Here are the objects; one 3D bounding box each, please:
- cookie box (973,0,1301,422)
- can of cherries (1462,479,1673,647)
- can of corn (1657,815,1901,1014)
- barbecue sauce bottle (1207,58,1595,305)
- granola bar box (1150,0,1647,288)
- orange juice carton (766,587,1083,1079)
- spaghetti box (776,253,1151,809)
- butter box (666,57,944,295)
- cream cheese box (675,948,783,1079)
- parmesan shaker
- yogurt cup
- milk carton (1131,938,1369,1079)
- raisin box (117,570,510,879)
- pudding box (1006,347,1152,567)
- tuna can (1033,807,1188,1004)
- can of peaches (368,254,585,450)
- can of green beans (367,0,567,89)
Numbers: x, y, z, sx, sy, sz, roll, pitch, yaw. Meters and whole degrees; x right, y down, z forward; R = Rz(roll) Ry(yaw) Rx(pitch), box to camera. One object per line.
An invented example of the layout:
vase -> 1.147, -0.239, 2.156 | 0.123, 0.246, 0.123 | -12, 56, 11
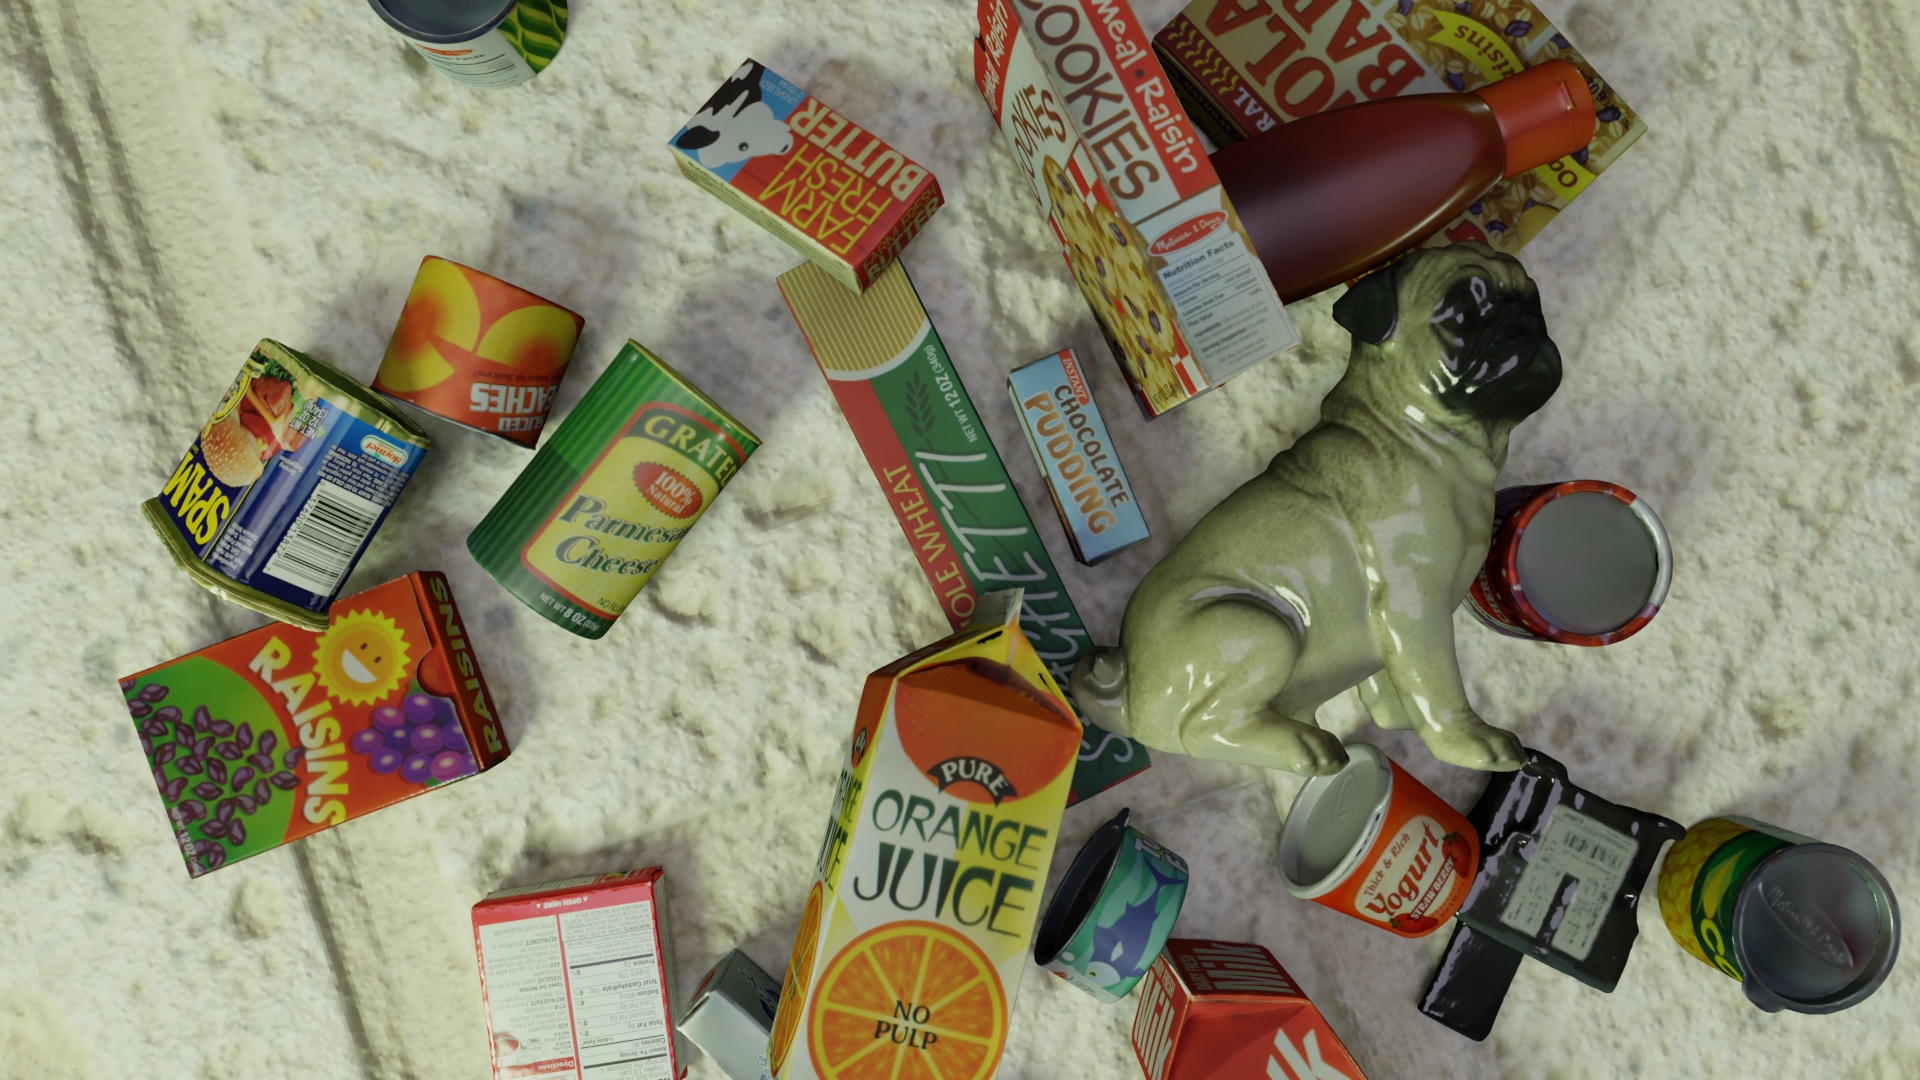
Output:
cookie box -> 0.059, -0.132, 0.528 | 0.040, 0.123, 0.167 | -27, 90, -2
can of cherries -> 0.239, 0.010, 0.562 | 0.071, 0.058, 0.071 | 0, 89, -2
can of corn -> 0.327, 0.151, 0.561 | 0.071, 0.058, 0.071 | 0, 90, -1
barbecue sauce bottle -> 0.164, -0.140, 0.530 | 0.148, 0.043, 0.065 | -21, 87, 0
granola bar box -> 0.177, -0.183, 0.573 | 0.124, 0.039, 0.165 | -43, 90, -1
orange juice carton -> -0.010, 0.111, 0.509 | 0.073, 0.071, 0.193 | 16, 82, -9
spaghetti box -> 0.002, -0.007, 0.572 | 0.050, 0.028, 0.250 | -27, 90, 0
butter box -> -0.062, -0.146, 0.557 | 0.103, 0.024, 0.053 | 36, 80, 19
cream cheese box -> -0.064, 0.212, 0.555 | 0.104, 0.053, 0.024 | 43, 91, 0
parmesan shaker -> -0.135, -0.018, 0.552 | 0.071, 0.071, 0.103 | 39, 89, -1
yogurt cup -> 0.168, 0.123, 0.557 | 0.054, 0.072, 0.072 | 30, 89, -9
milk carton -> 0.131, 0.234, 0.550 | 0.073, 0.072, 0.190 | -35, 91, -1
raisin box -> -0.258, 0.072, 0.560 | 0.123, 0.040, 0.086 | -20, 89, -2
pudding box -> 0.047, -0.033, 0.563 | 0.030, 0.049, 0.083 | -22, 89, 1
tuna can -> 0.061, 0.145, 0.552 | 0.033, 0.071, 0.071 | 32, 89, -2
can of peaches -> -0.188, -0.073, 0.549 | 0.071, 0.071, 0.058 | 21, 88, -1
can of green beans -> -0.197, -0.221, 0.556 | 0.071, 0.058, 0.071 | 0, 90, -1
